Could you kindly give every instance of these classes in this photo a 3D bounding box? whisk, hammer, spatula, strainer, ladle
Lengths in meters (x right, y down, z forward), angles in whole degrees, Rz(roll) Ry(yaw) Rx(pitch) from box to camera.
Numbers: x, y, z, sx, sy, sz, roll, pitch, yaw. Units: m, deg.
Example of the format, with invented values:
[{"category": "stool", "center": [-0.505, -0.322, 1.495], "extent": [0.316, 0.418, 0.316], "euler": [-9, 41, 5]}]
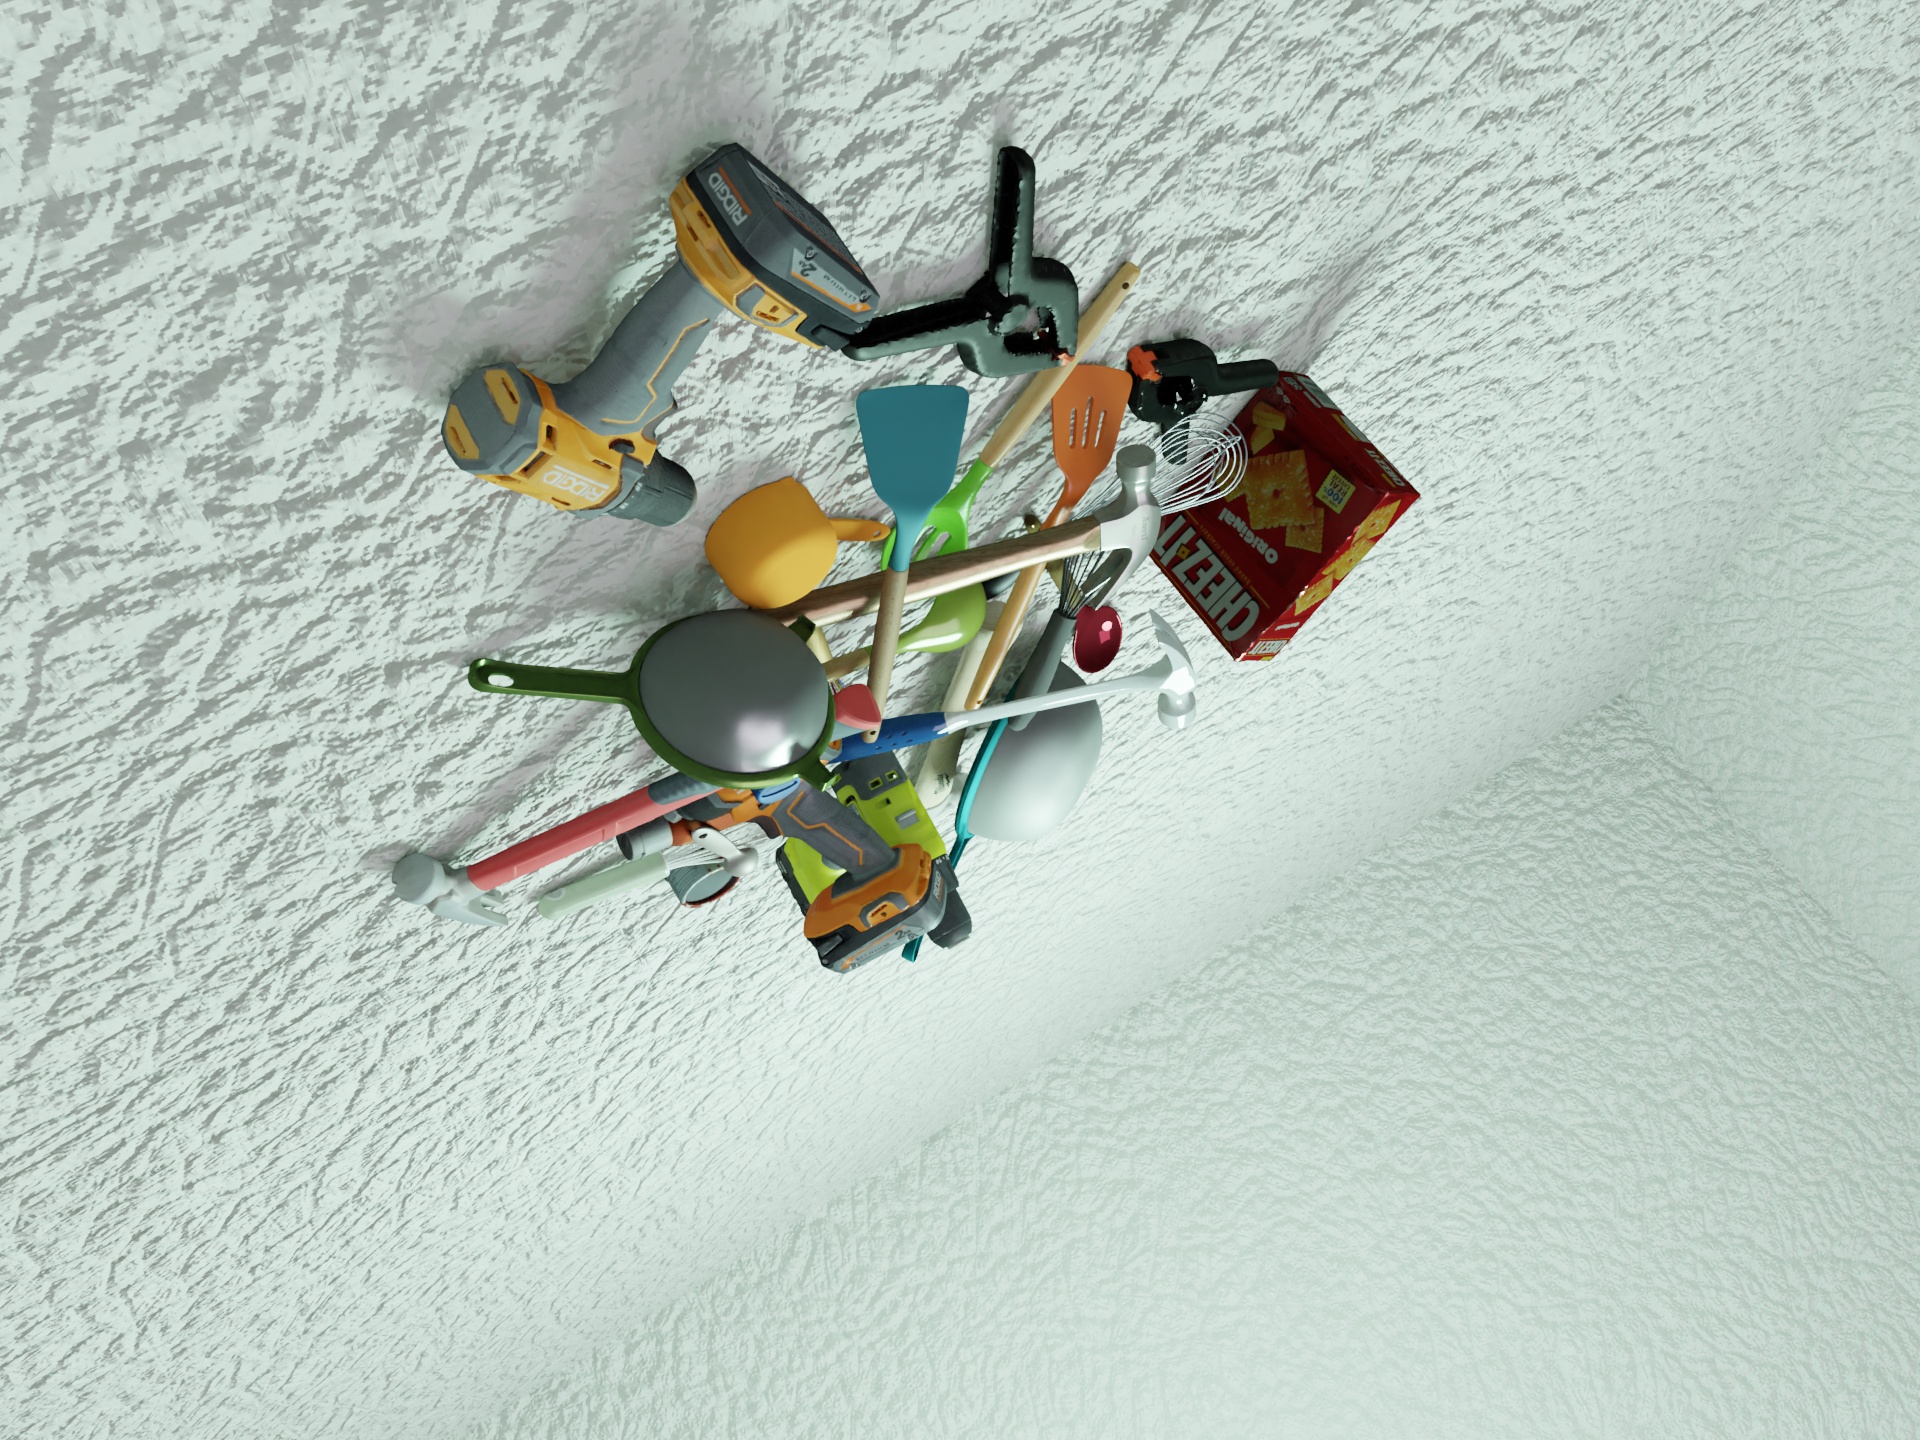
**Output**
[{"category": "whisk", "center": [-0.115, -0.030, 1.341], "extent": [0.051, 0.047, 0.244], "euler": [-42, 155, -15]}, {"category": "hammer", "center": [-0.002, -0.004, 1.340], "extent": [0.405, 0.035, 0.144], "euler": [-12, 147, 2]}, {"category": "hammer", "center": [-0.001, -0.115, 1.231], "extent": [0.331, 0.031, 0.129], "euler": [-17, 135, -9]}, {"category": "spatula", "center": [-0.051, -0.103, 1.183], "extent": [0.082, 0.044, 0.317], "euler": [-7, 138, -20]}, {"category": "strainer", "center": [0.054, 0.096, 1.559], "extent": [0.340, 0.095, 0.211], "euler": [-64, 169, -6]}, {"category": "whisk", "center": [-0.260, 0.126, 1.430], "extent": [0.246, 0.058, 0.059], "euler": [-21, 118, -24]}, {"category": "ladle", "center": [0.102, -0.120, 1.486], "extent": [0.069, 0.031, 0.315], "euler": [-56, 156, -7]}, {"category": "strainer", "center": [-0.201, -0.035, 1.090], "extent": [0.256, 0.152, 0.069], "euler": [5, 144, -22]}, {"category": "whisk", "center": [0.110, -0.164, 1.317], "extent": [0.284, 0.070, 0.070], "euler": [-29, 162, 25]}, {"category": "whisk", "center": [0.094, -0.092, 1.421], "extent": [0.055, 0.055, 0.239], "euler": [-6, 126, -51]}, {"category": "hammer", "center": [-0.237, 0.068, 1.239], "extent": [0.386, 0.038, 0.143], "euler": [-23, 159, 7]}, {"category": "hammer", "center": [-0.017, 0.012, 1.527], "extent": [0.146, 0.038, 0.410], "euler": [-25, 159, -22]}, {"category": "ladle", "center": [-0.104, -0.048, 1.257], "extent": [0.320, 0.062, 0.078], "euler": [-25, 142, -32]}, {"category": "spatula", "center": [0.058, -0.137, 1.294], "extent": [0.081, 0.041, 0.322], "euler": [-5, 134, -36]}]

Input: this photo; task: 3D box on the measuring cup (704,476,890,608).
[{"category": "measuring cup", "center": [-0.102, -0.123, 1.154], "extent": [0.173, 0.052, 0.095], "euler": [-6, 143, -48]}]

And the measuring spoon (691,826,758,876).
[{"category": "measuring spoon", "center": [-0.207, 0.117, 1.399], "extent": [0.034, 0.018, 0.124], "euler": [-31, 157, 2]}]

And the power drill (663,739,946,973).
[{"category": "power drill", "center": [-0.132, 0.100, 1.322], "extent": [0.164, 0.226, 0.084], "euler": [-29, -158, 17]}]

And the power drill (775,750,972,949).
[{"category": "power drill", "center": [-0.079, 0.141, 1.483], "extent": [0.080, 0.190, 0.228], "euler": [-26, 173, -30]}]

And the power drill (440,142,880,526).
[{"category": "power drill", "center": [-0.156, -0.197, 0.904], "extent": [0.226, 0.084, 0.185], "euler": [-38, 158, 15]}]

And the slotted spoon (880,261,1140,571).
[{"category": "slotted spoon", "center": [0.037, -0.215, 1.204], "extent": [0.070, 0.031, 0.313], "euler": [22, 121, -31]}]
